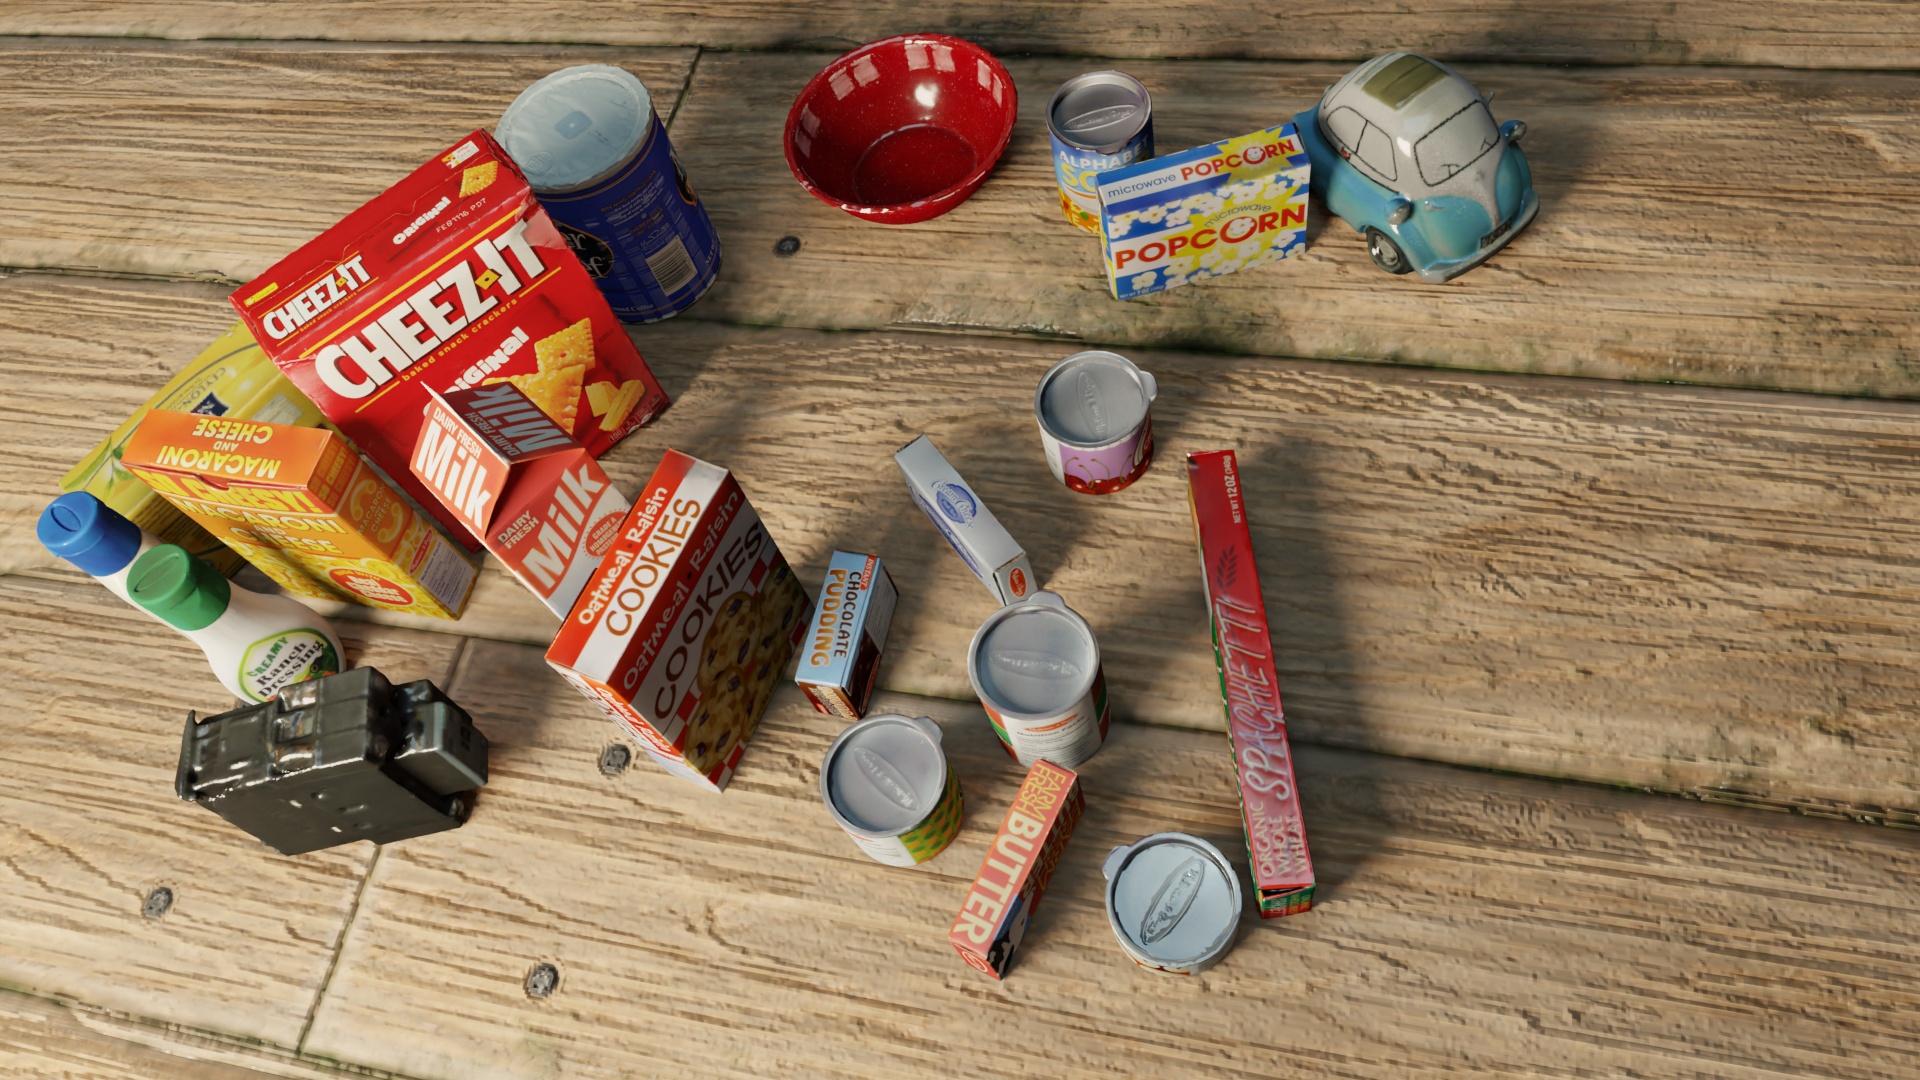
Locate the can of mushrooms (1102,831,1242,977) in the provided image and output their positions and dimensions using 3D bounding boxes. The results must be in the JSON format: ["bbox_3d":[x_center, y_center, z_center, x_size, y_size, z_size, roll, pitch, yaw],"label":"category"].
[{"bbox_3d":[0.104,0.180,0.691,0.071,0.033,0.071,-5,61,9],"label":"can of mushrooms"}]

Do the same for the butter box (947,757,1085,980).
[{"bbox_3d":[0.030,0.166,0.702,0.024,0.053,0.104,21,68,21],"label":"butter box"}]

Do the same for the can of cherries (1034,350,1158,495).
[{"bbox_3d":[0.082,-0.068,0.816,0.071,0.058,0.072,-5,61,9],"label":"can of cherries"}]

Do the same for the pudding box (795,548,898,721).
[{"bbox_3d":[-0.063,0.053,0.784,0.030,0.049,0.084,7,64,15],"label":"pudding box"}]

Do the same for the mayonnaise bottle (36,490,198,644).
[{"bbox_3d":[-0.477,0.022,0.825,0.065,0.147,0.041,31,72,24],"label":"mayonnaise bottle"}]

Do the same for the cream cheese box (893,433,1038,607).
[{"bbox_3d":[0.003,-0.010,0.803,0.024,0.053,0.104,-35,61,-8],"label":"cream cheese box"}]

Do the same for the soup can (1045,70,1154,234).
[{"bbox_3d":[0.093,-0.247,0.897,0.071,0.083,0.071,-5,61,9],"label":"soup can"}]

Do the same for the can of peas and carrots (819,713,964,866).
[{"bbox_3d":[-0.033,0.130,0.731,0.071,0.058,0.071,-5,61,9],"label":"can of peas and carrots"}]

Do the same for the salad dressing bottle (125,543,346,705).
[{"bbox_3d":[-0.413,0.051,0.797,0.044,0.147,0.064,38,75,26],"label":"salad dressing bottle"}]

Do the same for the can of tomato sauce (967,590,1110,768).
[{"bbox_3d":[0.043,0.076,0.731,0.071,0.082,0.071,-5,61,9],"label":"can of tomato sauce"}]

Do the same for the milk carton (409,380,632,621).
[{"bbox_3d":[-0.235,-0.019,0.775,0.072,0.189,0.073,37,75,26],"label":"milk carton"}]

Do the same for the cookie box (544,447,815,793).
[{"bbox_3d":[-0.141,0.047,0.734,0.040,0.166,0.123,17,67,19],"label":"cookie box"}]

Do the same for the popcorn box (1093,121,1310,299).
[{"bbox_3d":[0.150,-0.202,0.861,0.127,0.085,0.038,-14,60,3],"label":"popcorn box"}]

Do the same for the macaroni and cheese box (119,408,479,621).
[{"bbox_3d":[-0.379,-0.011,0.813,0.124,0.165,0.040,7,64,15],"label":"macaroni and cheese box"}]

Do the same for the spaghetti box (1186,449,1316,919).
[{"bbox_3d":[0.150,0.069,0.733,0.029,0.050,0.251,-8,61,7],"label":"spaghetti box"}]
